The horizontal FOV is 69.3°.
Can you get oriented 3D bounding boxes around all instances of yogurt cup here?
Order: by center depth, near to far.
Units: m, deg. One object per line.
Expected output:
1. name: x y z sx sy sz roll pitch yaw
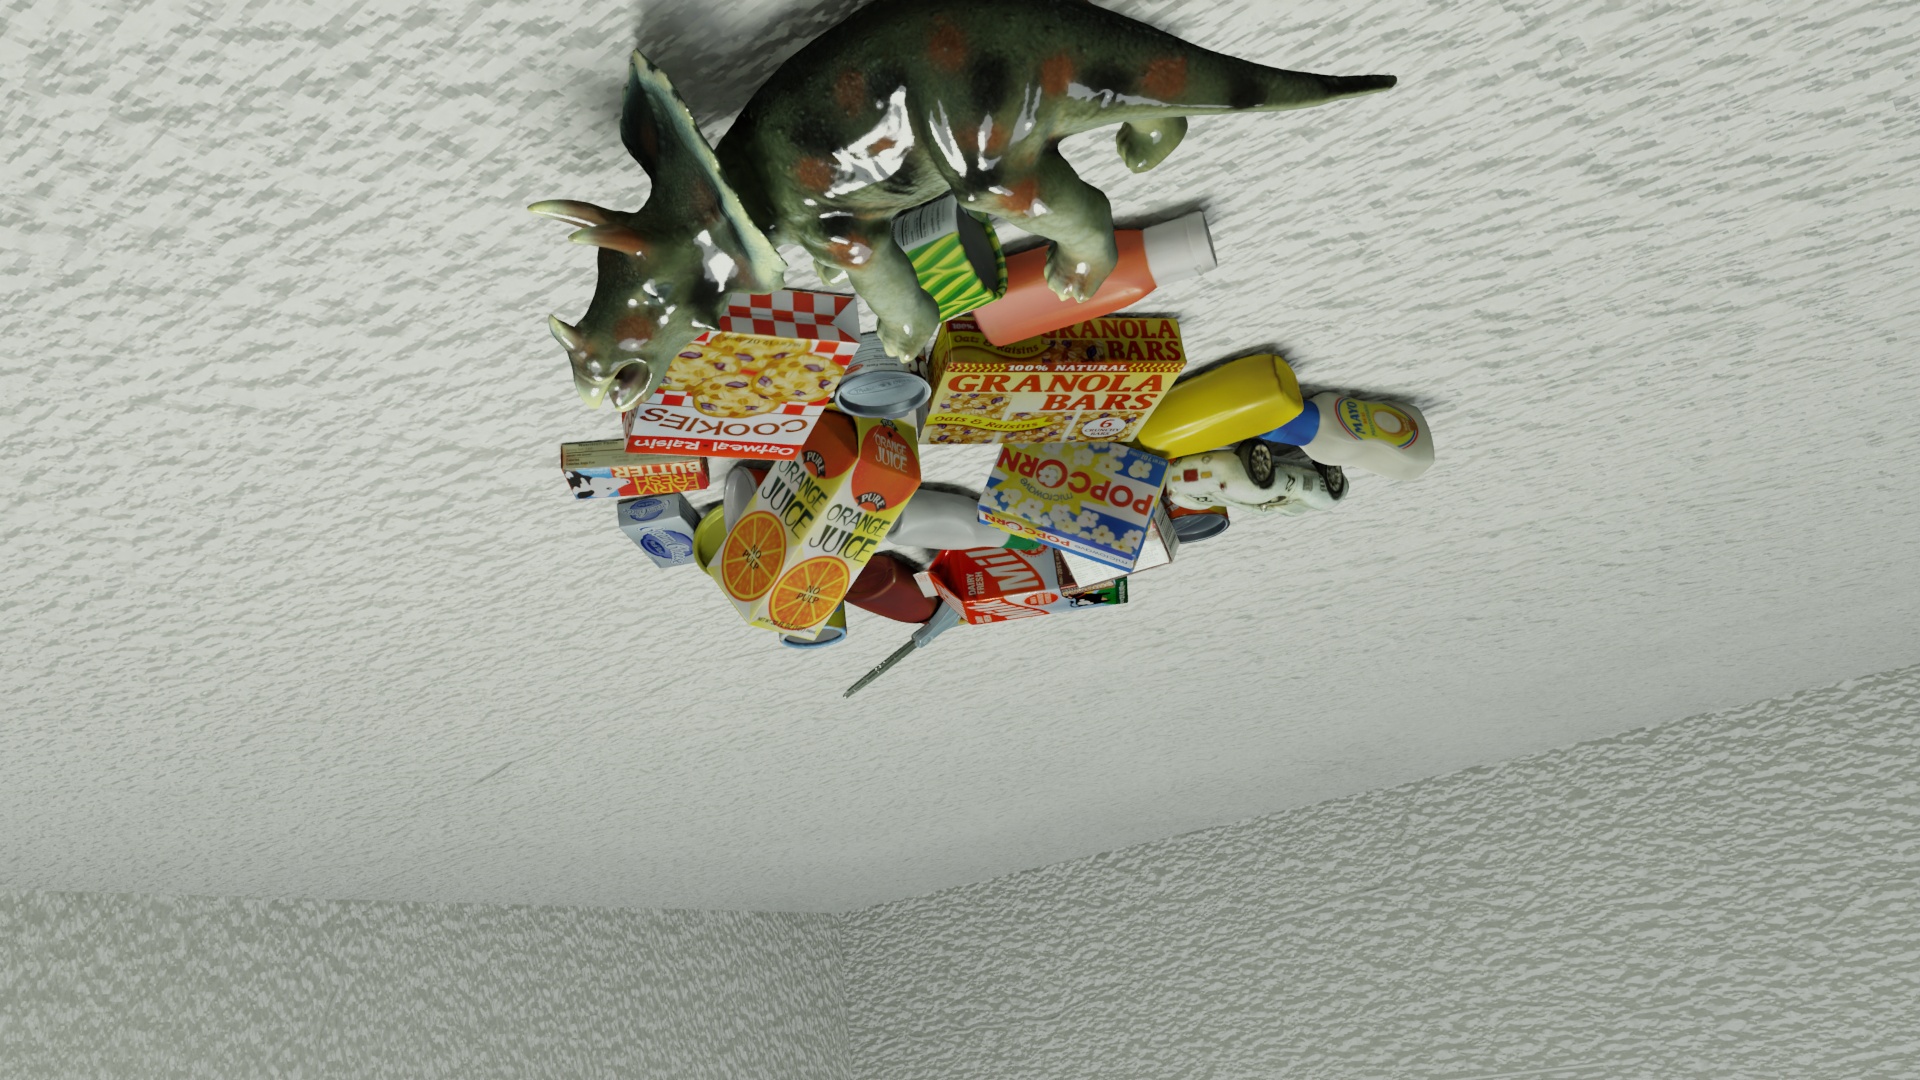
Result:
1. yogurt cup: -0.151 -0.026 1.097 0.054 0.072 0.072 -3 159 -31

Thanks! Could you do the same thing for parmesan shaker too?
1. parmesan shaker: -0.173 0.016 1.176 0.071 0.071 0.103 -12 160 12

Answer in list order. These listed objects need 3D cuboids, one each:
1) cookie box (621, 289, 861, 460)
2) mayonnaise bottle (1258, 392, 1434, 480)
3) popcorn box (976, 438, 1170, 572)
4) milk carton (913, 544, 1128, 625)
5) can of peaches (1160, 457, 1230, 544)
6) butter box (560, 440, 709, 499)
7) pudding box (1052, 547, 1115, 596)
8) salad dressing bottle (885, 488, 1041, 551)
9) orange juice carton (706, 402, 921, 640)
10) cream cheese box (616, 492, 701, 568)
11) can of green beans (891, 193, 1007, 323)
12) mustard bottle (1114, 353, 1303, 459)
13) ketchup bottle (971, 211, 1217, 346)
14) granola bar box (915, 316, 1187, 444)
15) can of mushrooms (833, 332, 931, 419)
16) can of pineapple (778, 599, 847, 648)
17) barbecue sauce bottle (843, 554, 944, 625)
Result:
1. cookie box: -0.150 -0.109 0.921 0.123 0.040 0.166 2 156 -22
2. mayonnaise bottle: 0.301 -0.087 1.093 0.148 0.065 0.041 7 147 -24
3. popcorn box: 0.085 -0.037 1.051 0.127 0.085 0.038 19 159 10
4. milk carton: 0.055 0.028 1.281 0.191 0.073 0.072 -9 158 4
5. can of peaches: 0.191 -0.036 1.186 0.071 0.058 0.071 -6 158 -2
6. butter box: -0.243 -0.055 1.045 0.103 0.024 0.053 -5 158 -6
7. pudding box: 0.105 0.003 1.220 0.049 0.084 0.030 -10 158 8
8. salad dressing bottle: 0.004 -0.015 1.200 0.148 0.044 0.064 6 154 -33
9. orange juice carton: -0.099 -0.027 1.031 0.072 0.073 0.192 20 109 -49
10. cream cheese box: -0.244 -0.008 1.164 0.053 0.024 0.103 -10 158 4
11. can of green beans: -0.013 -0.160 0.799 0.057 0.071 0.071 -18 156 24
12. mustard bottle: 0.174 -0.093 1.050 0.160 0.049 0.065 -18 158 28
13. ketchup bottle: 0.081 -0.162 0.853 0.149 0.043 0.064 -14 158 16
14. granola bar box: 0.059 -0.112 0.979 0.166 0.039 0.123 -2 158 -13
15. can of mushrooms: -0.054 -0.112 0.951 0.071 0.033 0.070 -7 158 -3
16. can of pineapple: -0.143 0.068 1.339 0.071 0.058 0.070 -7 158 -3
17. barbecue sauce bottle: -0.054 0.054 1.354 0.065 0.044 0.148 -20 156 22
